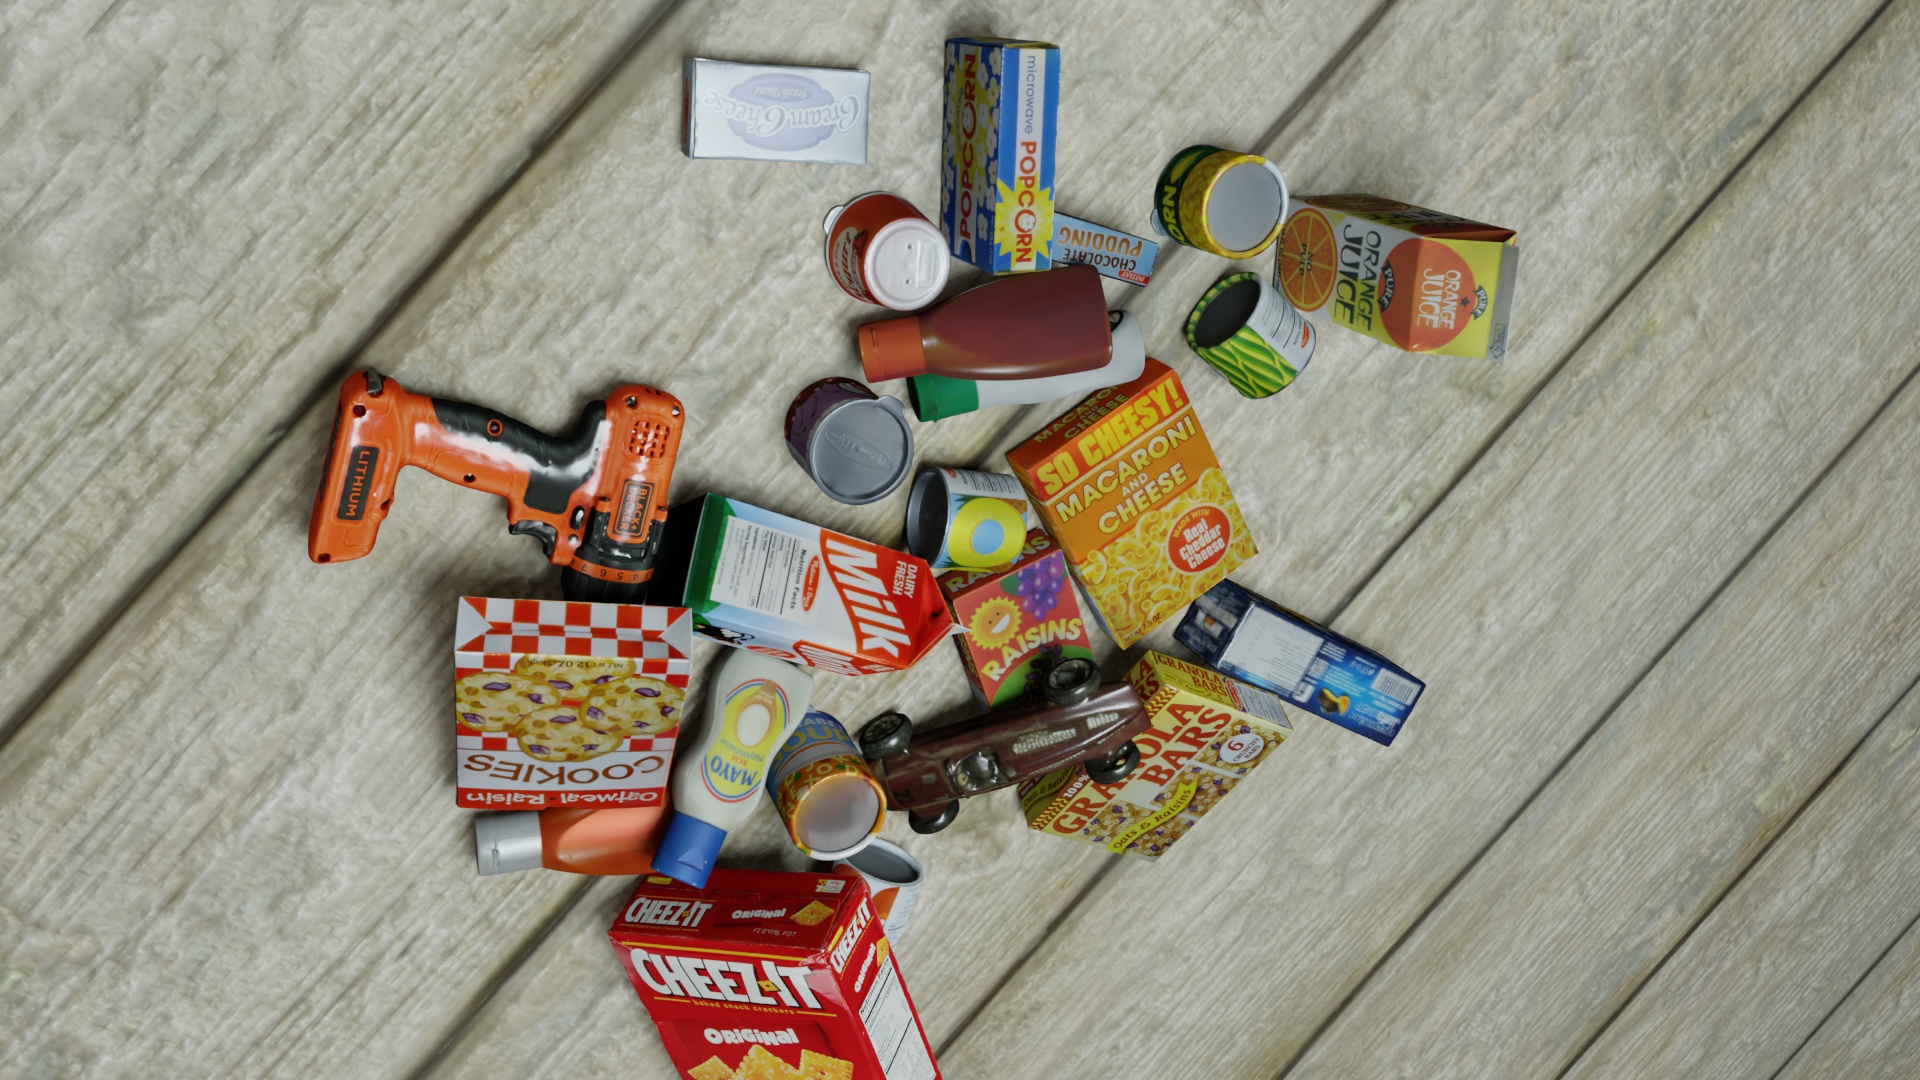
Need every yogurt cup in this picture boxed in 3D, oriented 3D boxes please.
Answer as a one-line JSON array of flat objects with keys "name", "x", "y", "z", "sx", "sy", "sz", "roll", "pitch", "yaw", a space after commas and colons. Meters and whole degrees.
[{"name": "yogurt cup", "x": -0.040, "y": -0.168, "z": 0.822, "sx": 0.072, "sy": 0.054, "sz": 0.072, "roll": -9, "pitch": 114, "yaw": -21}]

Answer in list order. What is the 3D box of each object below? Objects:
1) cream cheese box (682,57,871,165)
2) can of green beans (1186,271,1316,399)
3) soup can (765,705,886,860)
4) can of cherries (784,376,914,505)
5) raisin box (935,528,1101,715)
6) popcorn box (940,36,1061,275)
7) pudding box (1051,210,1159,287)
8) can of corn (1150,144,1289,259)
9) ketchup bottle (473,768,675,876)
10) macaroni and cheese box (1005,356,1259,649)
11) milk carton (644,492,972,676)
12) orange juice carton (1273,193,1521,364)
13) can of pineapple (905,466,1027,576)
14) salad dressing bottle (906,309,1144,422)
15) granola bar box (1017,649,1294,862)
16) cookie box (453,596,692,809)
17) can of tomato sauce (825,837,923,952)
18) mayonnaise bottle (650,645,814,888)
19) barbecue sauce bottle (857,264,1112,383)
[{"name": "cream cheese box", "x": -0.103, "y": -0.241, "z": 0.782, "sx": 0.104, "sy": 0.024, "sz": 0.053, "roll": -4, "pitch": 112, "yaw": -23}, {"name": "can of green beans", "x": 0.194, "y": -0.137, "z": 0.931, "sx": 0.058, "sy": 0.071, "sz": 0.071, "roll": 35, "pitch": 94, "yaw": -30}, {"name": "soup can", "x": -0.092, "y": 0.158, "z": 0.912, "sx": 0.071, "sy": 0.084, "sz": 0.071, "roll": -9, "pitch": 113, "yaw": -20}, {"name": "can of cherries", "x": -0.067, "y": -0.064, "z": 0.850, "sx": 0.071, "sy": 0.058, "sz": 0.071, "roll": -8, "pitch": 113, "yaw": -20}, {"name": "raisin box", "x": 0.042, "y": 0.066, "z": 0.961, "sx": 0.086, "sy": 0.040, "sz": 0.123, "roll": -26, "pitch": 120, "yaw": -12}, {"name": "popcorn box", "x": 0.021, "y": -0.225, "z": 0.808, "sx": 0.038, "sy": 0.085, "sz": 0.126, "roll": -7, "pitch": 113, "yaw": -22}, {"name": "pudding box", "x": 0.075, "y": -0.185, "z": 0.869, "sx": 0.084, "sy": 0.050, "sz": 0.030, "roll": 10, "pitch": 104, "yaw": -28}, {"name": "can of corn", "x": 0.166, "y": -0.216, "z": 0.892, "sx": 0.071, "sy": 0.058, "sz": 0.071, "roll": -9, "pitch": 113, "yaw": -21}, {"name": "ketchup bottle", "x": -0.230, "y": 0.184, "z": 0.884, "sx": 0.149, "sy": 0.043, "sz": 0.064, "roll": -4, "pitch": 106, "yaw": -22}, {"name": "macaroni and cheese box", "x": 0.121, "y": -0.024, "z": 0.959, "sx": 0.124, "sy": 0.040, "sz": 0.166, "roll": -35, "pitch": 121, "yaw": -7}, {"name": "milk carton", "x": -0.089, "y": 0.036, "z": 0.857, "sx": 0.190, "sy": 0.072, "sz": 0.073, "roll": 18, "pitch": 72, "yaw": -28}, {"name": "orange juice carton", "x": 0.284, "y": -0.170, "z": 0.885, "sx": 0.073, "sy": 0.193, "sz": 0.071, "roll": -8, "pitch": 114, "yaw": -20}, {"name": "can of pineapple", "x": 0.003, "y": -0.011, "z": 0.897, "sx": 0.058, "sy": 0.071, "sz": 0.070, "roll": 4, "pitch": 108, "yaw": -25}, {"name": "salad dressing bottle", "x": 0.041, "y": -0.109, "z": 0.880, "sx": 0.148, "sy": 0.064, "sz": 0.043, "roll": -15, "pitch": 116, "yaw": -10}, {"name": "granola bar box", "x": 0.139, "y": 0.159, "z": 1.007, "sx": 0.124, "sy": 0.039, "sz": 0.164, "roll": 21, "pitch": 123, "yaw": -28}, {"name": "cookie box", "x": -0.226, "y": 0.100, "z": 0.802, "sx": 0.123, "sy": 0.040, "sz": 0.166, "roll": 4, "pitch": 140, "yaw": -17}, {"name": "can of tomato sauce", "x": -0.072, "y": 0.258, "z": 0.972, "sx": 0.071, "sy": 0.071, "sz": 0.083, "roll": 15, "pitch": 103, "yaw": -28}, {"name": "mayonnaise bottle", "x": -0.147, "y": 0.142, "z": 0.874, "sx": 0.065, "sy": 0.041, "sz": 0.148, "roll": 29, "pitch": 72, "yaw": -21}, {"name": "barbecue sauce bottle", "x": 0.014, "y": -0.124, "z": 0.836, "sx": 0.149, "sy": 0.043, "sz": 0.065, "roll": -9, "pitch": 73, "yaw": 1}]
